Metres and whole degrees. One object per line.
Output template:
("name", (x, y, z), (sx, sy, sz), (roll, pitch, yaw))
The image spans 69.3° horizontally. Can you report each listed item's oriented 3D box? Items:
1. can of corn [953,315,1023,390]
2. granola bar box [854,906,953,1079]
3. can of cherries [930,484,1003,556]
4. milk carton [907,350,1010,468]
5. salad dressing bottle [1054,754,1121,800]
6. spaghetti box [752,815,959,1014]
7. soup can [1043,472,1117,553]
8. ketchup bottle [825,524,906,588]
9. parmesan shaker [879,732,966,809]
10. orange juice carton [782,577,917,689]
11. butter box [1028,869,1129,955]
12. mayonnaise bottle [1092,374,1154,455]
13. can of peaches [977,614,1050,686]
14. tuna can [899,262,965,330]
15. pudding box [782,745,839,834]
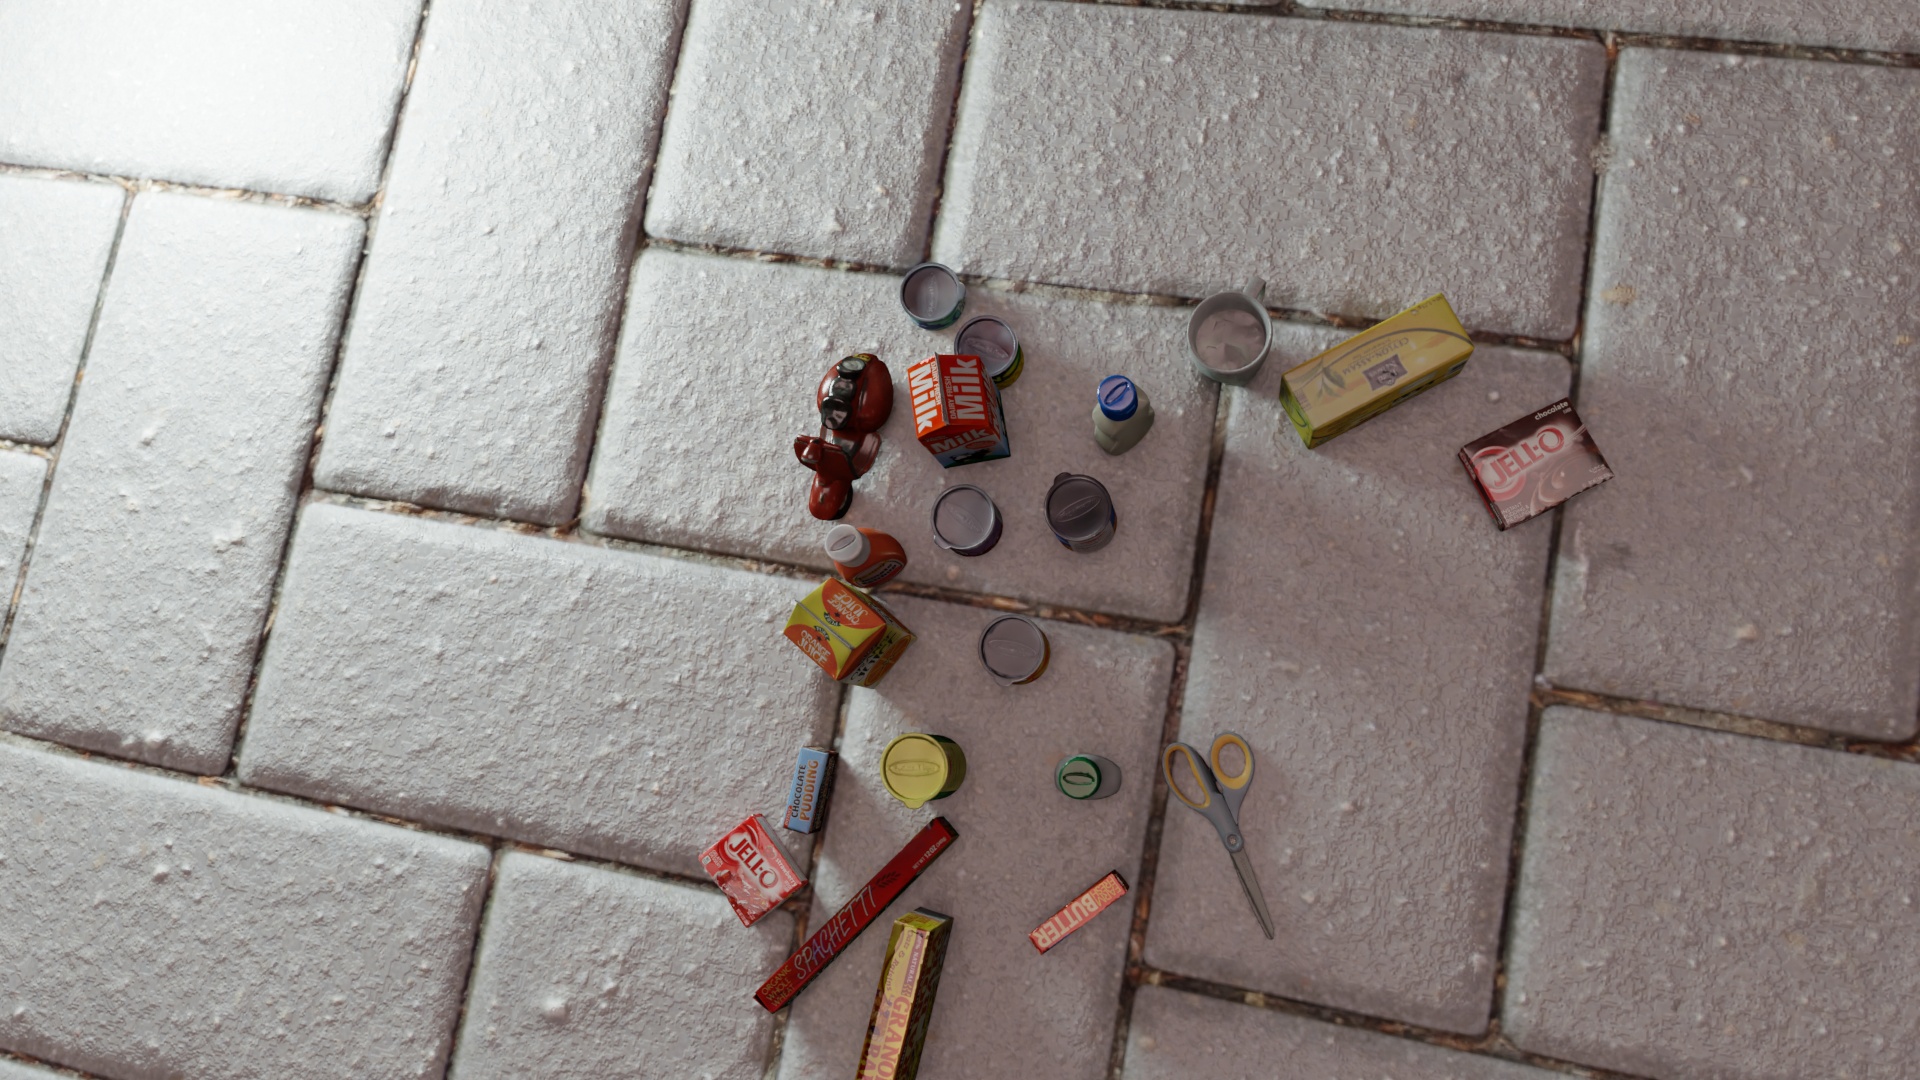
("can of corn", (0.029, -0.190, 1.437), (0.071, 0.058, 0.071), (-2, 80, 10))
("granola bar box", (-0.052, 0.437, 1.307), (0.039, 0.124, 0.165), (12, 83, 12))
("can of cherries", (0.005, -0.018, 1.411), (0.071, 0.058, 0.071), (-2, 80, 10))
("milk carton", (-0.003, -0.128, 1.363), (0.073, 0.190, 0.072), (-10, 79, 8))
("salad dressing bottle", (0.117, 0.223, 1.303), (0.064, 0.147, 0.044), (3, 81, 11))
("spaghetti box", (-0.101, 0.368, 1.366), (0.250, 0.050, 0.029), (-45, 76, 0))
("soup can", (0.119, -0.027, 1.379), (0.071, 0.083, 0.071), (-2, 80, 10))
("ketchup bottle", (-0.098, 0.013, 1.377), (0.065, 0.148, 0.043), (-29, 77, 4))
("parmesan shaker", (-0.035, 0.224, 1.352), (0.071, 0.103, 0.071), (-2, 80, 10))
("orange juice carton", (-0.109, 0.090, 1.342), (0.072, 0.192, 0.073), (40, 89, 14))
("butter box", (0.114, 0.355, 1.329), (0.103, 0.053, 0.024), (-37, 77, 2))
("mayonnaise bottle", (0.157, -0.126, 1.357), (0.065, 0.148, 0.041), (-43, 77, 1))
("can of peaches", (0.053, 0.111, 1.380), (0.071, 0.058, 0.071), (-2, 80, 10))
("tuna can", (-0.027, -0.258, 1.471), (0.071, 0.033, 0.071), (-2, 80, 10))
("pudding box", (-0.151, 0.250, 1.395), (0.030, 0.049, 0.084), (12, 83, 12))
